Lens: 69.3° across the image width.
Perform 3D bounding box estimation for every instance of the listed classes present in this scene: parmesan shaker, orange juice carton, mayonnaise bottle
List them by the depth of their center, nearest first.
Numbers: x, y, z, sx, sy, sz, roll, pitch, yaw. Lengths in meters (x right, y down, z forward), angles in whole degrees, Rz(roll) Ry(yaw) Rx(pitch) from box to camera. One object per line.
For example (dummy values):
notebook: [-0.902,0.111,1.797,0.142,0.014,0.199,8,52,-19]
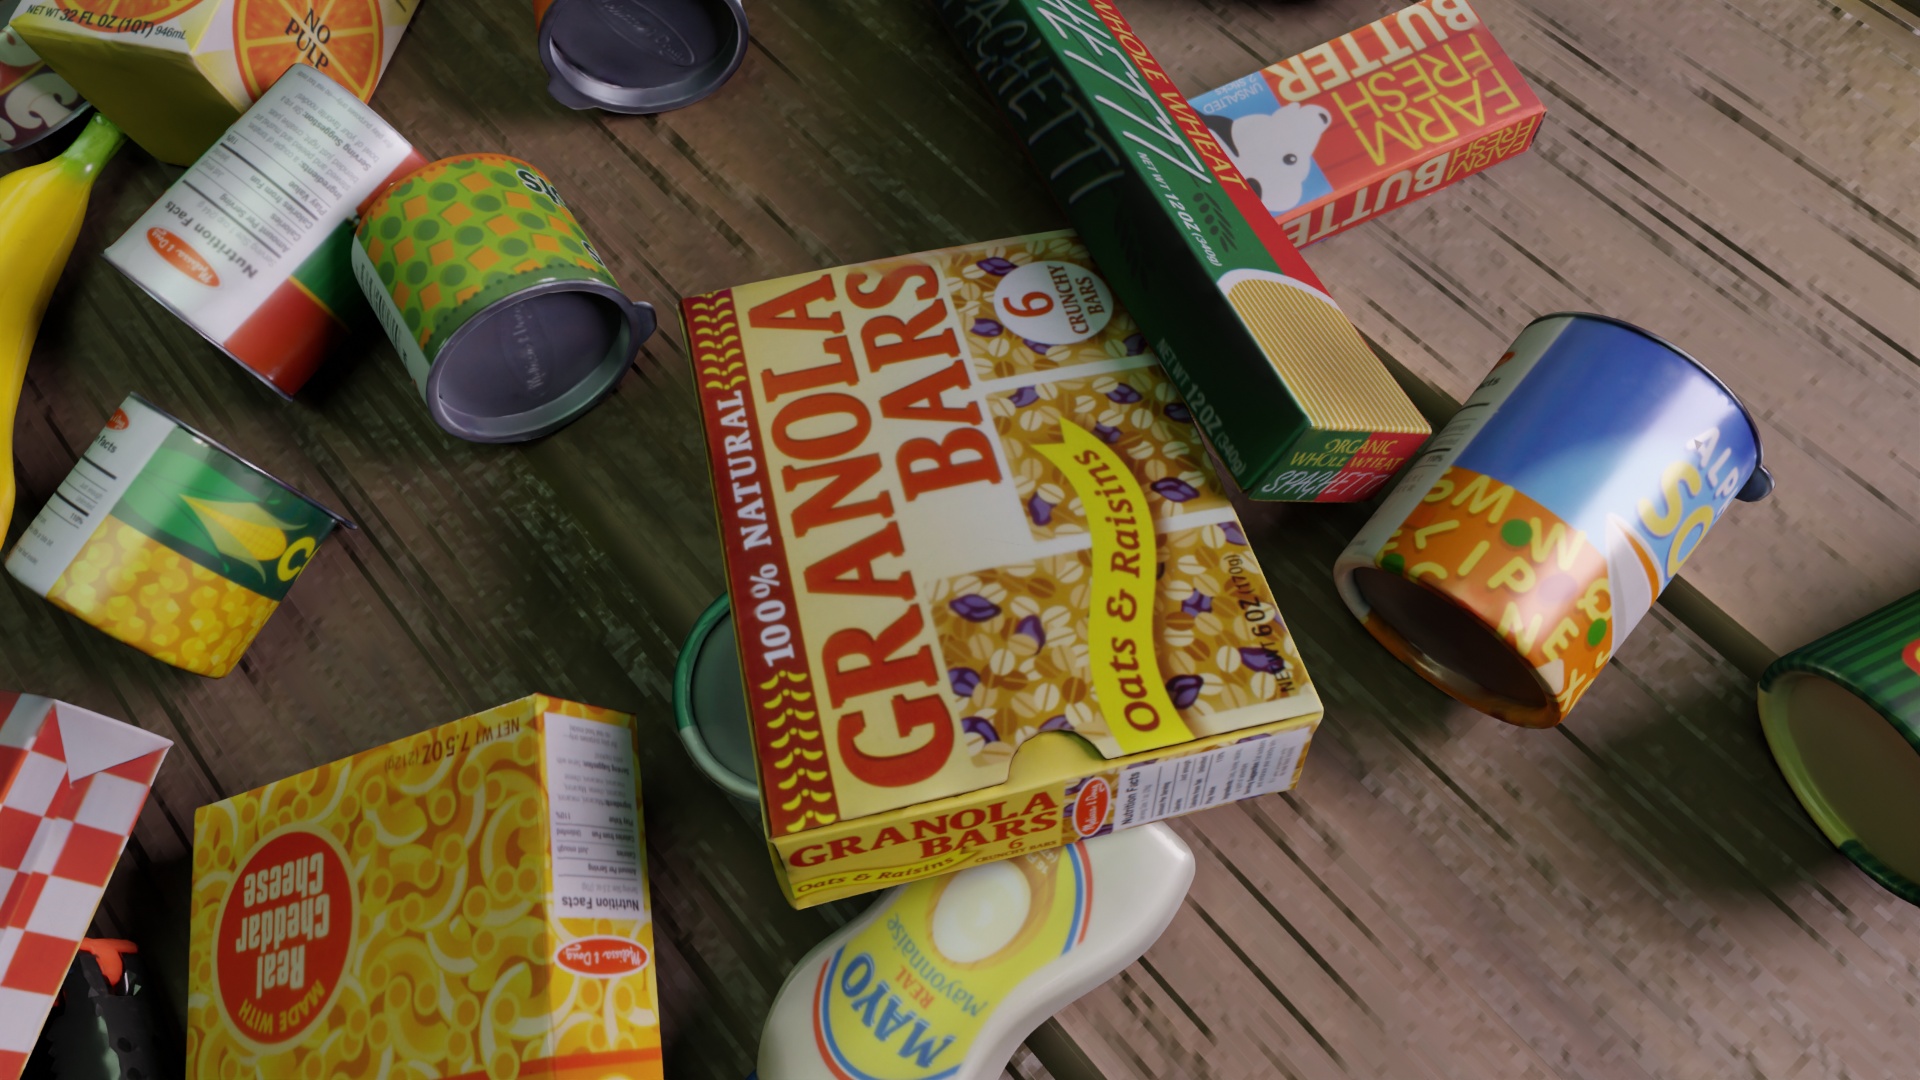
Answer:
parmesan shaker: [0.252,0.036,0.318,0.103,0.071,0.071,-26,69,-1]
mayonnaise bottle: [-0.011,0.114,0.340,0.065,0.041,0.148,40,80,21]
orange juice carton: [-0.230,-0.226,0.482,0.072,0.073,0.193,13,72,13]

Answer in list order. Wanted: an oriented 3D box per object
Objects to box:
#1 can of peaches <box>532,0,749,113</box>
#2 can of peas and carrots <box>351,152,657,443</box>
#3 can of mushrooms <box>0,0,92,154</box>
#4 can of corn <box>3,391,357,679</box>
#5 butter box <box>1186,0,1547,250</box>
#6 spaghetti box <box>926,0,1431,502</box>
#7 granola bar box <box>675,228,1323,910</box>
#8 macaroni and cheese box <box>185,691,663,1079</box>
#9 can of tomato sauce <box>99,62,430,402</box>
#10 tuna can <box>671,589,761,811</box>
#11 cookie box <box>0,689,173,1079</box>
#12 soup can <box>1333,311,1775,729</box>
can of peaches: [-0.109,-0.183,0.452,0.071,0.071,0.058,-16,69,3]
can of peas and carrots: [-0.137,-0.073,0.416,0.071,0.070,0.059,-34,69,-5]
can of mushrooms: [-0.326,-0.171,0.486,0.071,0.033,0.071,-14,50,18]
can of corn: [-0.224,0.001,0.403,0.071,0.071,0.058,27,77,17]
butter box: [0.115,-0.123,0.418,0.103,0.024,0.053,-23,68,0]
spaghetti box: [0.043,-0.115,0.395,0.050,0.028,0.251,0,52,-39]
granola bar box: [0.001,-0.004,0.353,0.124,0.038,0.166,-12,55,-7]
macaroni and cheese box: [-0.131,0.134,0.332,0.123,0.040,0.167,-19,66,23]
can of tomato sauce: [-0.210,-0.096,0.437,0.071,0.071,0.083,34,78,18]
tuna can: [-0.041,0.040,0.377,0.071,0.032,0.071,-3,70,8]
cookie box: [-0.304,0.097,0.369,0.167,0.040,0.123,3,66,25]
soup can: [0.147,-0.003,0.347,0.071,0.071,0.084,38,80,19]
